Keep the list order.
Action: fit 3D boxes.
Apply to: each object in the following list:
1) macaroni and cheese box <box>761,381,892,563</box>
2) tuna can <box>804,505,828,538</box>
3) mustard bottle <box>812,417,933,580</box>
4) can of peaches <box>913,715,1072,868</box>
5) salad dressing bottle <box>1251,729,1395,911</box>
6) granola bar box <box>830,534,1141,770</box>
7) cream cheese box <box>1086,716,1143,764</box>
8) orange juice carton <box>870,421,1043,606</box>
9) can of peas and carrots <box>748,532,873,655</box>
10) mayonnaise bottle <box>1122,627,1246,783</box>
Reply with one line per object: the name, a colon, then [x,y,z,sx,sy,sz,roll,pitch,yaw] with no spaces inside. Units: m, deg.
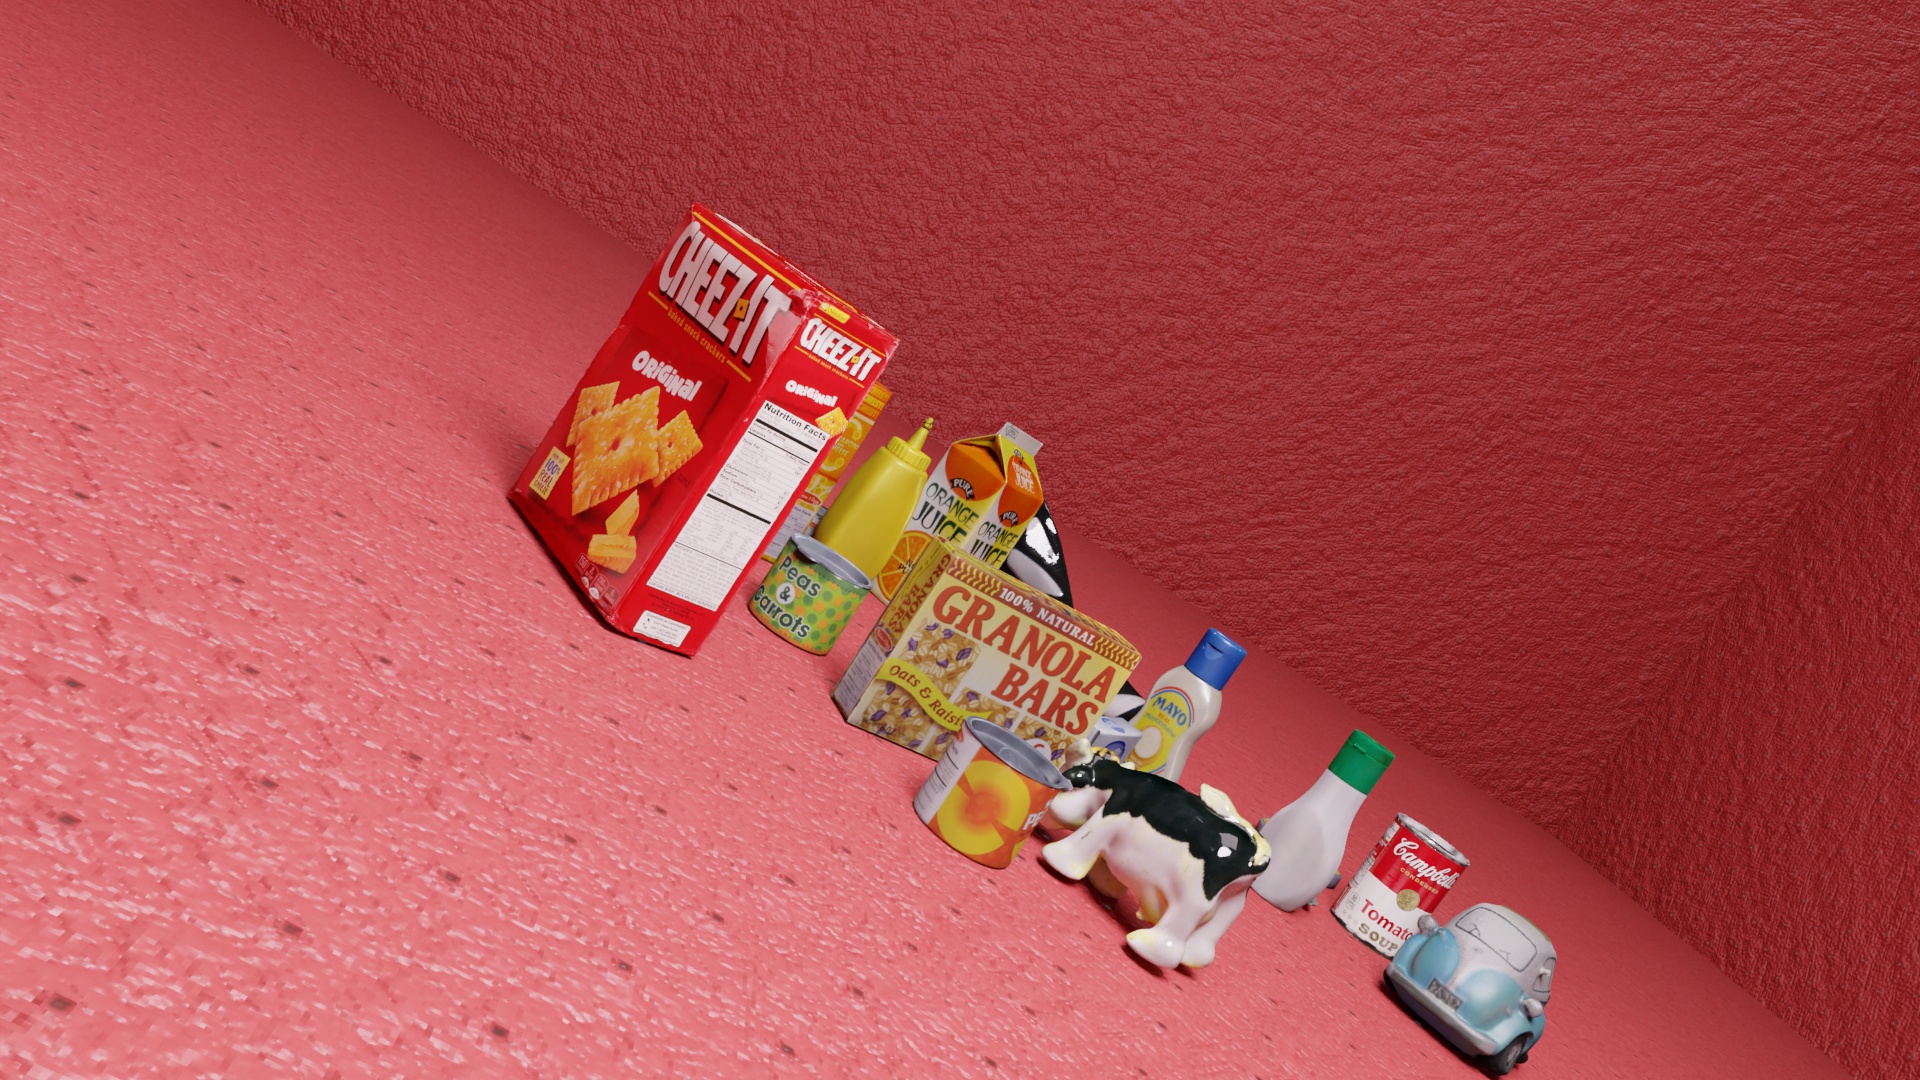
macaroni and cheese box: [-0.140,-0.080,1.128,0.040,0.166,0.124,27,9,-44]
tuna can: [-0.135,-0.014,1.248,0.071,0.033,0.071,33,7,-4]
mustard bottle: [-0.067,-0.038,1.193,0.065,0.160,0.049,29,8,-32]
can of peaches: [0.018,0.142,0.776,0.071,0.058,0.071,33,7,-4]
salad dressing bottle: [0.280,0.216,1.077,0.064,0.147,0.044,39,8,40]
granola bar box: [0.018,0.086,0.889,0.165,0.124,0.039,29,8,-32]
cream cheese box: [0.099,0.159,1.041,0.024,0.053,0.104,37,8,25]
orange juice carton: [0.004,-0.015,1.228,0.073,0.192,0.072,38,8,33]
can of peas and carrots: [-0.103,0.037,0.944,0.071,0.058,0.071,33,7,-4]
mayonnaise bottle: [0.173,0.140,1.114,0.065,0.148,0.041,37,7,29]
